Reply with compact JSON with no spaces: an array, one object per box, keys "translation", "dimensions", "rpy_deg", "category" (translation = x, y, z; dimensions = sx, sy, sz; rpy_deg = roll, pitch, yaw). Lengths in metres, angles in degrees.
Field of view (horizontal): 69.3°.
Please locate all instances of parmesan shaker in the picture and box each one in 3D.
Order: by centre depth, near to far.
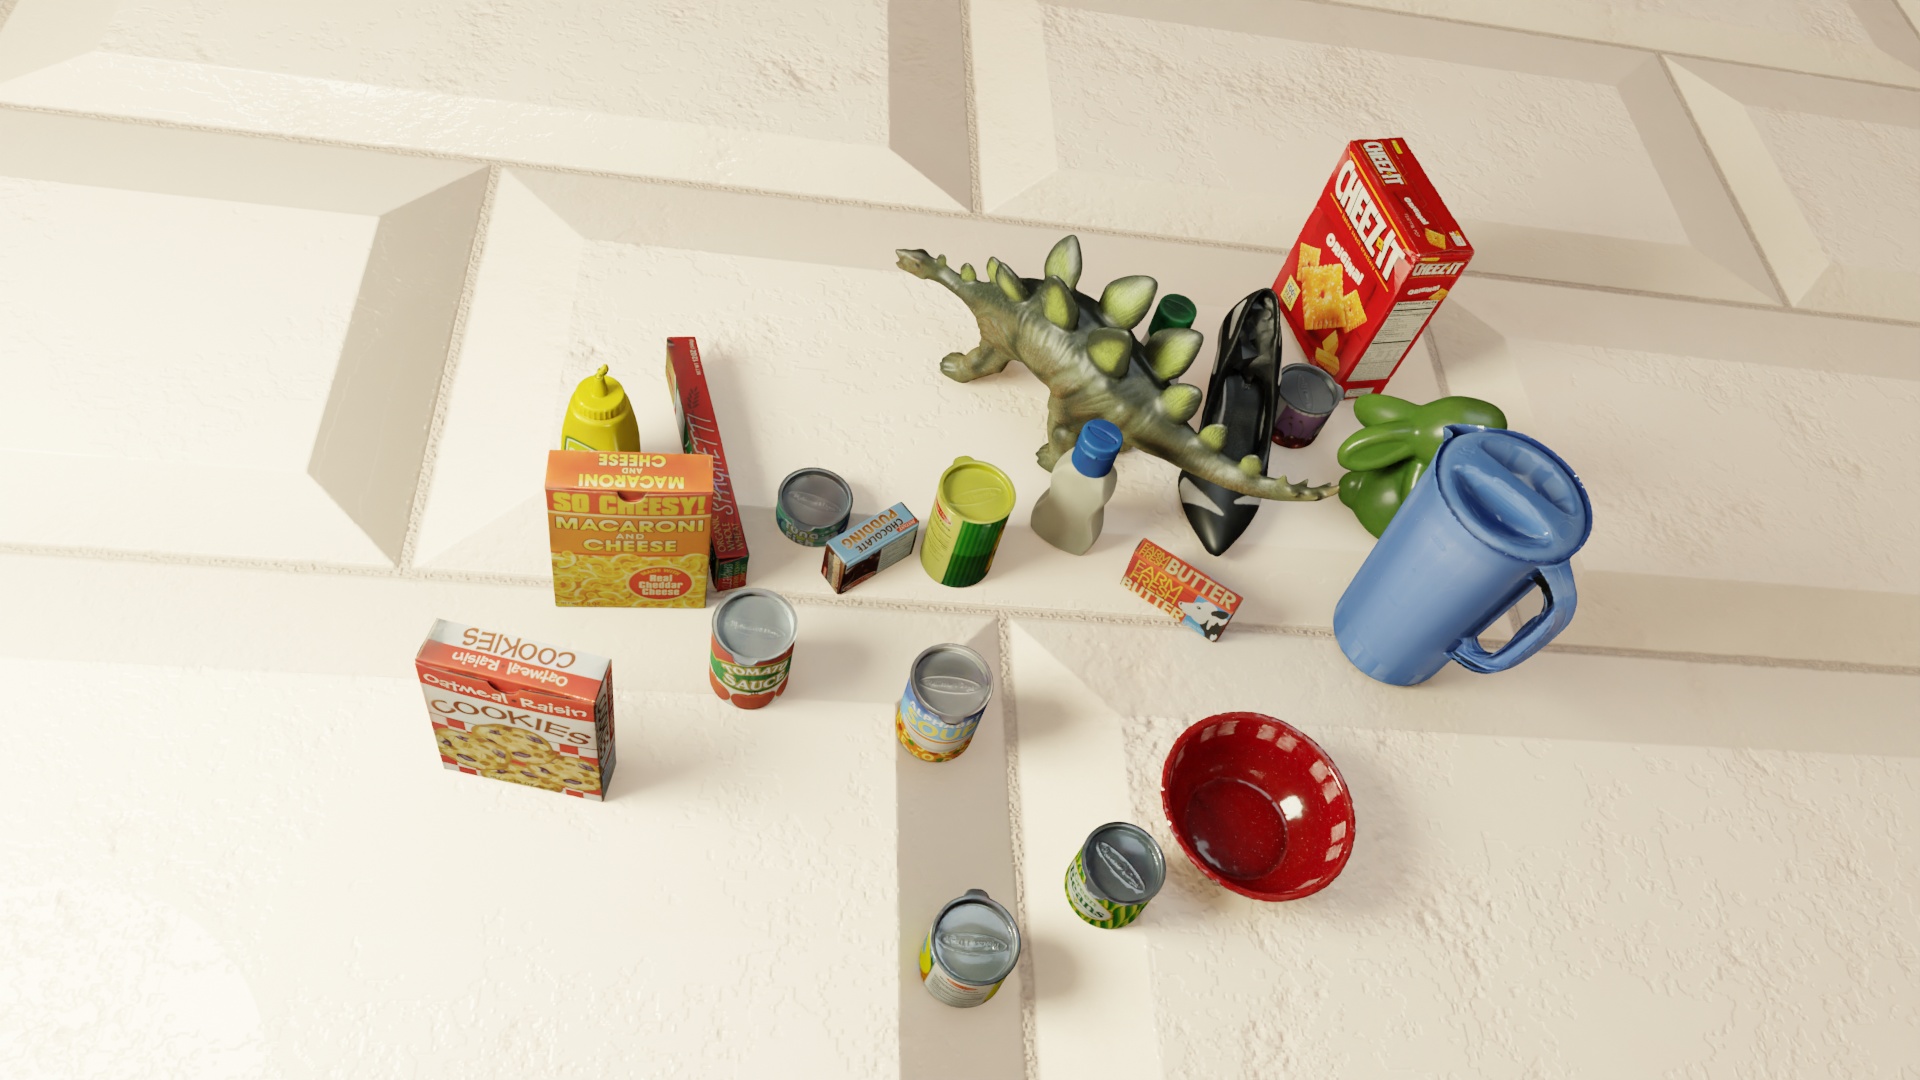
[{"translation":[0.004,-0.015,1.204],"dimensions":[0.071,0.102,0.071],"rpy_deg":[6,55,-9],"category":"parmesan shaker"}]

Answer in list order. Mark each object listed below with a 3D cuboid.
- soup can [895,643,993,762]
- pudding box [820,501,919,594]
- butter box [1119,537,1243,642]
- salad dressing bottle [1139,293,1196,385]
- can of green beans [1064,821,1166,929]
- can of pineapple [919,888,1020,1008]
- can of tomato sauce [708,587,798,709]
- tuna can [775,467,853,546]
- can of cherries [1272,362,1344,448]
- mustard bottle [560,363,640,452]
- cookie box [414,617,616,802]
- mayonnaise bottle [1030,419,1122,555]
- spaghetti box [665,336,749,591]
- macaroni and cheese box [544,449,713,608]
[{"translation":[-0.014,0.133,1.108],"dimensions":[0.071,0.083,0.072],"rpy_deg":[6,55,-9],"category":"soup can"},{"translation":[-0.078,0.006,1.203],"dimensions":[0.084,0.049,0.030],"rpy_deg":[-31,67,-29],"category":"pudding box"},{"translation":[0.195,0.045,1.237],"dimensions":[0.103,0.052,0.024],"rpy_deg":[32,55,10],"category":"butter box"},{"translation":[0.186,-0.173,1.328],"dimensions":[0.064,0.146,0.044],"rpy_deg":[29,55,8],"category":"salad dressing bottle"},{"translation":[0.118,0.258,1.067],"dimensions":[0.071,0.057,0.071],"rpy_deg":[6,55,-9],"category":"can of green beans"},{"translation":[0.007,0.299,1.013],"dimensions":[0.071,0.057,0.071],"rpy_deg":[6,55,-9],"category":"can of pineapple"},{"translation":[-0.166,0.089,1.105],"dimensions":[0.071,0.082,0.071],"rpy_deg":[6,55,-9],"category":"can of tomato sauce"},{"translation":[-0.130,-0.027,1.225],"dimensions":[0.071,0.032,0.071],"rpy_deg":[6,55,-9],"category":"tuna can"},{"translation":[0.340,-0.134,1.391],"dimensions":[0.071,0.058,0.072],"rpy_deg":[6,55,-9],"category":"can of cherries"},{"translation":[-0.300,-0.092,1.153],"dimensions":[0.065,0.159,0.049],"rpy_deg":[25,54,5],"category":"mustard bottle"},{"translation":[-0.313,0.126,0.994],"dimensions":[0.123,0.166,0.040],"rpy_deg":[13,54,-4],"category":"cookie box"},{"translation":[0.107,-0.048,1.222],"dimensions":[0.065,0.147,0.041],"rpy_deg":[31,55,9],"category":"mayonnaise bottle"},{"translation":[-0.225,-0.072,1.224],"dimensions":[0.029,0.050,0.251],"rpy_deg":[-8,58,-18],"category":"spaghetti box"},{"translation":[-0.260,-0.005,1.098],"dimensions":[0.124,0.165,0.040],"rpy_deg":[1,56,-12],"category":"macaroni and cheese box"}]
